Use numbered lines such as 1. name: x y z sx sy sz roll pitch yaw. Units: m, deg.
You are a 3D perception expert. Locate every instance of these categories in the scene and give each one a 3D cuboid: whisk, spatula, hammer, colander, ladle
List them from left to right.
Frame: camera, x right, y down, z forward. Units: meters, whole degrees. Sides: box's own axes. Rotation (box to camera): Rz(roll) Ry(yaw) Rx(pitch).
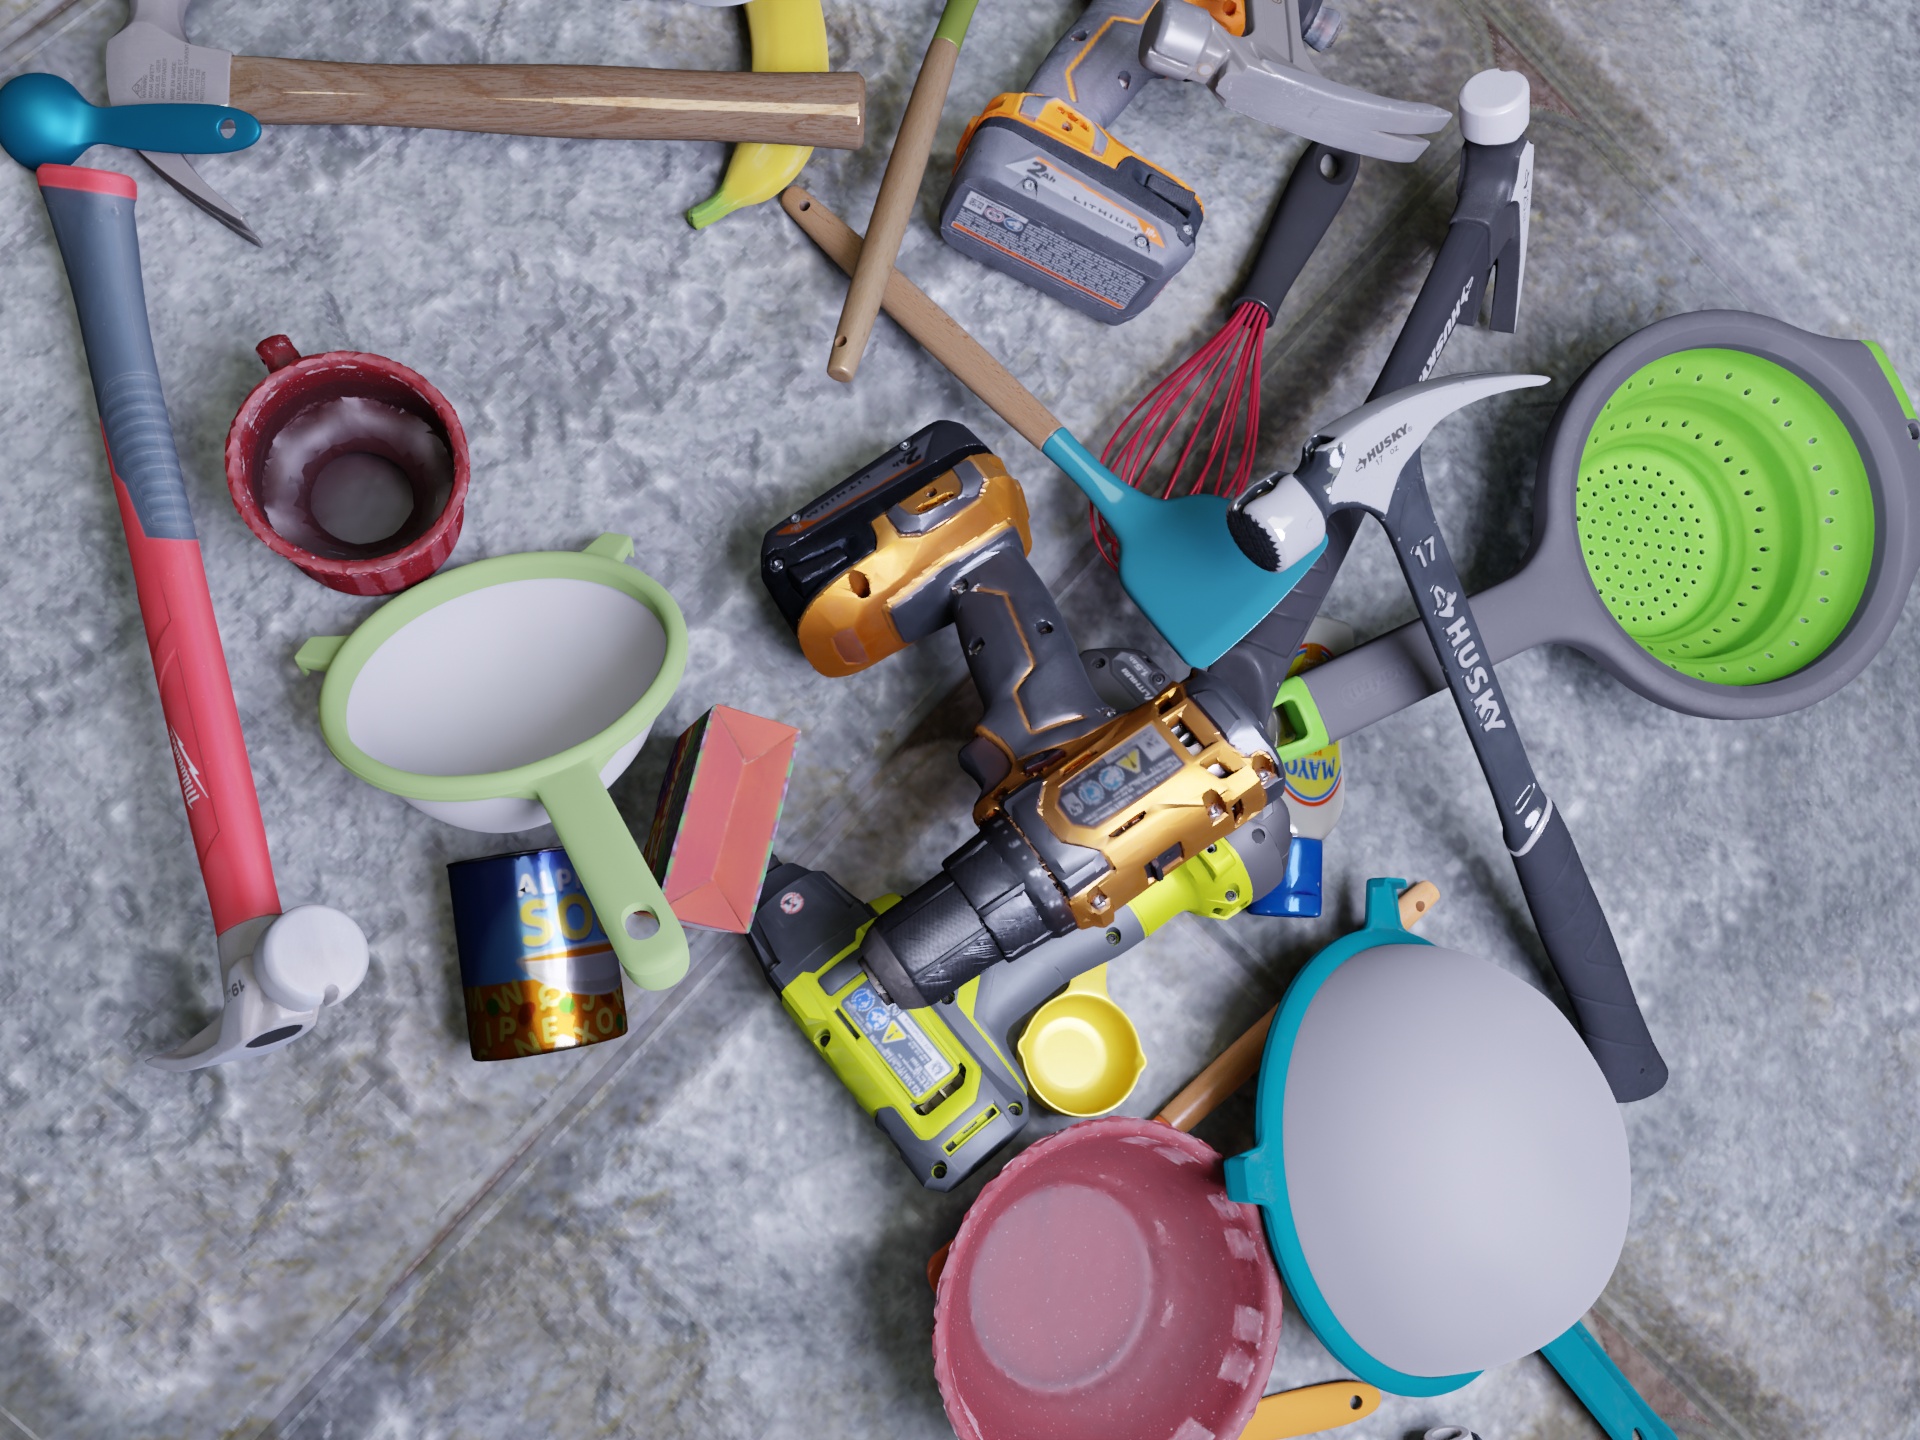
1. hammer: -0.331 -0.052 0.656 0.038 0.143 0.386 -4 71 -47
2. hammer: -0.209 -0.279 0.719 0.331 0.031 0.130 0 85 -6
3. ladle: -0.020 -0.307 0.756 0.078 0.062 0.320 5 70 29
4. spatula: 0.025 -0.151 0.730 0.082 0.044 0.318 -45 77 -2
5. spatula: 0.120 0.179 0.756 0.322 0.041 0.081 -38 97 -17
6. whisk: 0.141 -0.191 0.804 0.073 0.073 0.296 31 70 -9
7. hammer: 0.157 -0.436 0.794 0.149 0.036 0.359 11 63 -18
8. hammer: 0.198 -0.136 0.755 0.035 0.146 0.335 20 69 27
9. hammer: 0.258 0.029 0.732 0.149 0.036 0.408 -37 117 -12
10. colander: 0.302 -0.067 0.809 0.397 0.094 0.204 -24 91 -11

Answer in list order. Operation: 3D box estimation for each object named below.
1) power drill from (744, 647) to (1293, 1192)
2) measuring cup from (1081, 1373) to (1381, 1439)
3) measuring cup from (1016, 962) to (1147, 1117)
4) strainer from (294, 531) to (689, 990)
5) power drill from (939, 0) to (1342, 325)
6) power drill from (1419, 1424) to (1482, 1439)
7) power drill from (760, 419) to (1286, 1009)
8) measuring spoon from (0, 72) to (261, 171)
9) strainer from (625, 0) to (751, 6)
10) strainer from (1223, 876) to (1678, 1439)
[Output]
1. power drill: 0.022 0.075 0.717 0.223 0.080 0.171 -37 73 -13
2. measuring cup: 0.124 0.334 0.729 0.173 0.052 0.095 -7 84 -13
3. measuring cup: 0.059 0.112 0.762 0.062 0.029 0.157 9 69 -8
4. strainer: -0.160 0.029 0.639 0.151 0.069 0.257 -23 47 -18
5. power drill: 0.096 -0.319 0.796 0.164 0.084 0.226 24 74 -10
6. power drill: 0.173 0.443 0.717 0.228 0.080 0.190 -11 86 -18
7. power drill: -0.001 -0.002 0.676 0.185 0.084 0.226 -35 61 -5
8. measuring spoon: -0.358 -0.254 0.674 0.128 0.021 0.042 6 97 13
9. strainer: -0.043 -0.394 0.740 0.258 0.050 0.087 -19 69 -4
10. strainer: 0.274 0.241 0.731 0.340 0.095 0.211 51 51 -15
